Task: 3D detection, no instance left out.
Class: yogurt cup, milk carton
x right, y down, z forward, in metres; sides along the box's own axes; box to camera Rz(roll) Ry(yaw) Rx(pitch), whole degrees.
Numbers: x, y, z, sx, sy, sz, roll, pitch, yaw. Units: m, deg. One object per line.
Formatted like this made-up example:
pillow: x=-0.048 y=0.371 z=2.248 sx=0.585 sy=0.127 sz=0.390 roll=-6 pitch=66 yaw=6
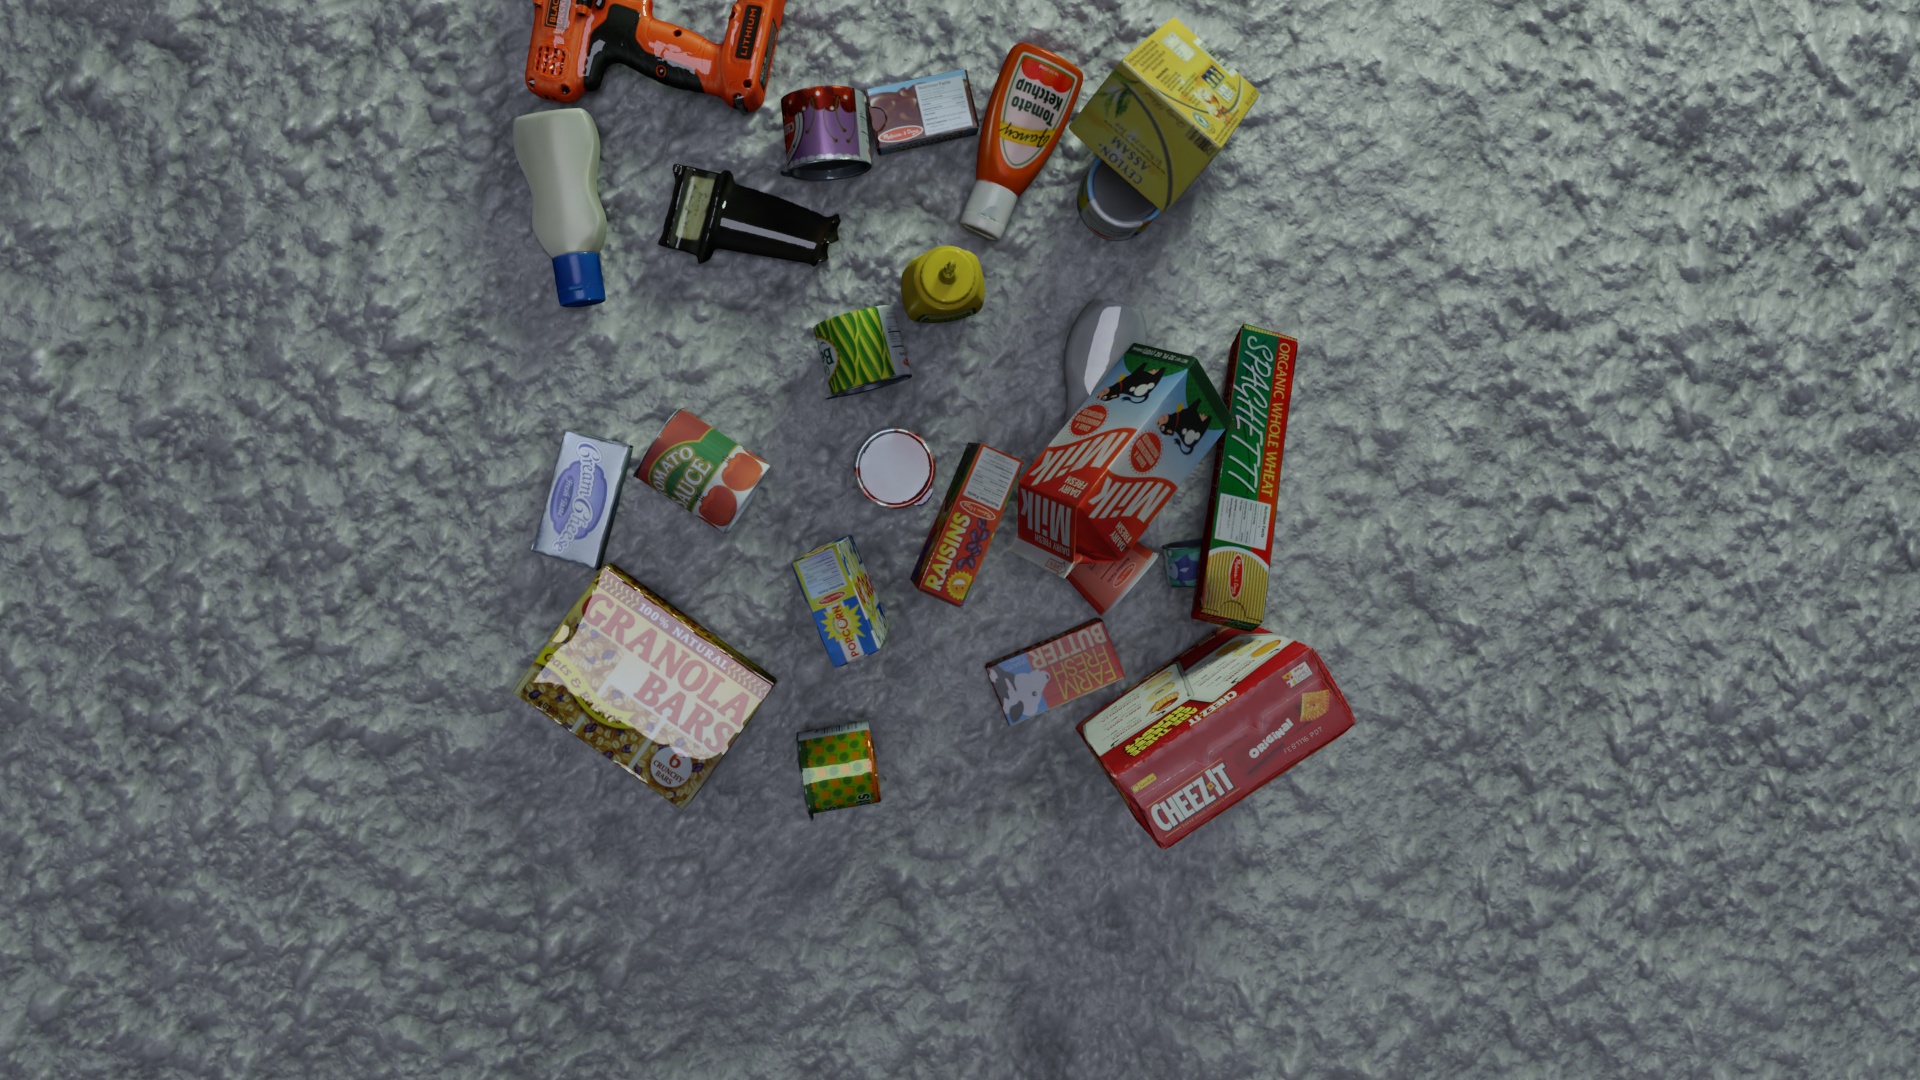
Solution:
yogurt cup: x=0.116 y=0.020 z=1.110 sx=0.054 sy=0.072 sz=0.072 roll=41 pitch=90 yaw=4
milk carton: x=0.115 y=-0.054 z=1.063 sx=0.191 sy=0.072 sz=0.073 roll=-50 pitch=129 yaw=-12

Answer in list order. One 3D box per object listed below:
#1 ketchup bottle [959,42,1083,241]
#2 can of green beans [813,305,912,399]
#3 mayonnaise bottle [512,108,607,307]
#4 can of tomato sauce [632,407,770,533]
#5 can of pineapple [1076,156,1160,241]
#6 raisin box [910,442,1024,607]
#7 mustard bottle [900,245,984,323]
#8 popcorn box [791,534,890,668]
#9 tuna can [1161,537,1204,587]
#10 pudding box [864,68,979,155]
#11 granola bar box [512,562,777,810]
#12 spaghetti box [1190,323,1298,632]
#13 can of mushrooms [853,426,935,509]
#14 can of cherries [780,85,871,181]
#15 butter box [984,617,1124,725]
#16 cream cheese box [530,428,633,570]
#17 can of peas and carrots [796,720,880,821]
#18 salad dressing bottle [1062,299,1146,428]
ketchup bottle: x=0.043 y=-0.314 z=1.104 sx=0.065 sy=0.043 sz=0.148 roll=22 pitch=91 yaw=-14
can of green beans: x=-0.077 y=-0.148 z=1.091 sx=0.071 sy=0.071 sz=0.057 roll=-15 pitch=92 yaw=-2
mayonnaise bottle: x=-0.308 y=-0.259 z=1.089 sx=0.065 sy=0.041 sz=0.148 roll=-8 pitch=93 yaw=-1
can of tomato sauce: x=-0.201 y=-0.053 z=1.086 sx=0.083 sy=0.071 sz=0.071 roll=33 pitch=90 yaw=-4
can of pineapple: x=0.129 y=-0.278 z=1.103 sx=0.071 sy=0.058 sz=0.071 roll=0 pitch=92 yaw=-3
raisin box: x=0.004 y=-0.014 z=1.090 sx=0.040 sy=0.086 sz=0.123 roll=24 pitch=91 yaw=-8
mustard bottle: x=-0.012 y=-0.193 z=1.047 sx=0.065 sy=0.160 sz=0.048 roll=-9 pitch=94 yaw=-1
popcorn box: x=-0.090 y=0.044 z=1.067 sx=0.038 sy=0.127 sz=0.085 roll=-21 pitch=93 yaw=2
tuna can: x=0.198 y=0.016 z=1.111 sx=0.071 sy=0.071 sz=0.033 roll=-8 pitch=94 yaw=-3
pudding box: x=-0.031 y=-0.341 z=1.106 sx=0.084 sy=0.030 sz=0.049 roll=-13 pitch=94 yaw=-3
granola bar box: x=-0.249 y=0.115 z=1.104 sx=0.165 sy=0.039 sz=0.124 roll=36 pitch=89 yaw=-4
spaghetti box: x=0.224 y=-0.052 z=1.085 sx=0.050 sy=0.028 sz=0.251 roll=14 pitch=69 yaw=-4
can of mushrooms: x=-0.051 y=-0.057 z=1.112 sx=0.071 sy=0.033 sz=0.071 roll=0 pitch=91 yaw=-3
can of cherries: x=-0.108 y=-0.317 z=1.084 sx=0.071 sy=0.071 sz=0.058 roll=-6 pitch=92 yaw=-3
butter box: x=0.077 y=0.106 z=1.129 sx=0.103 sy=0.024 sz=0.053 roll=-23 pitch=94 yaw=-2
cream cheese box: x=-0.300 y=-0.033 z=1.104 sx=0.053 sy=0.024 sz=0.103 roll=16 pitch=91 yaw=-4
can of peas and carrots: x=-0.096 y=0.182 z=1.101 sx=0.059 sy=0.071 sz=0.071 roll=-9 pitch=93 yaw=-3
salad dressing bottle: x=0.107 y=-0.117 z=1.115 sx=0.064 sy=0.044 sz=0.147 roll=14 pitch=93 yaw=-9
